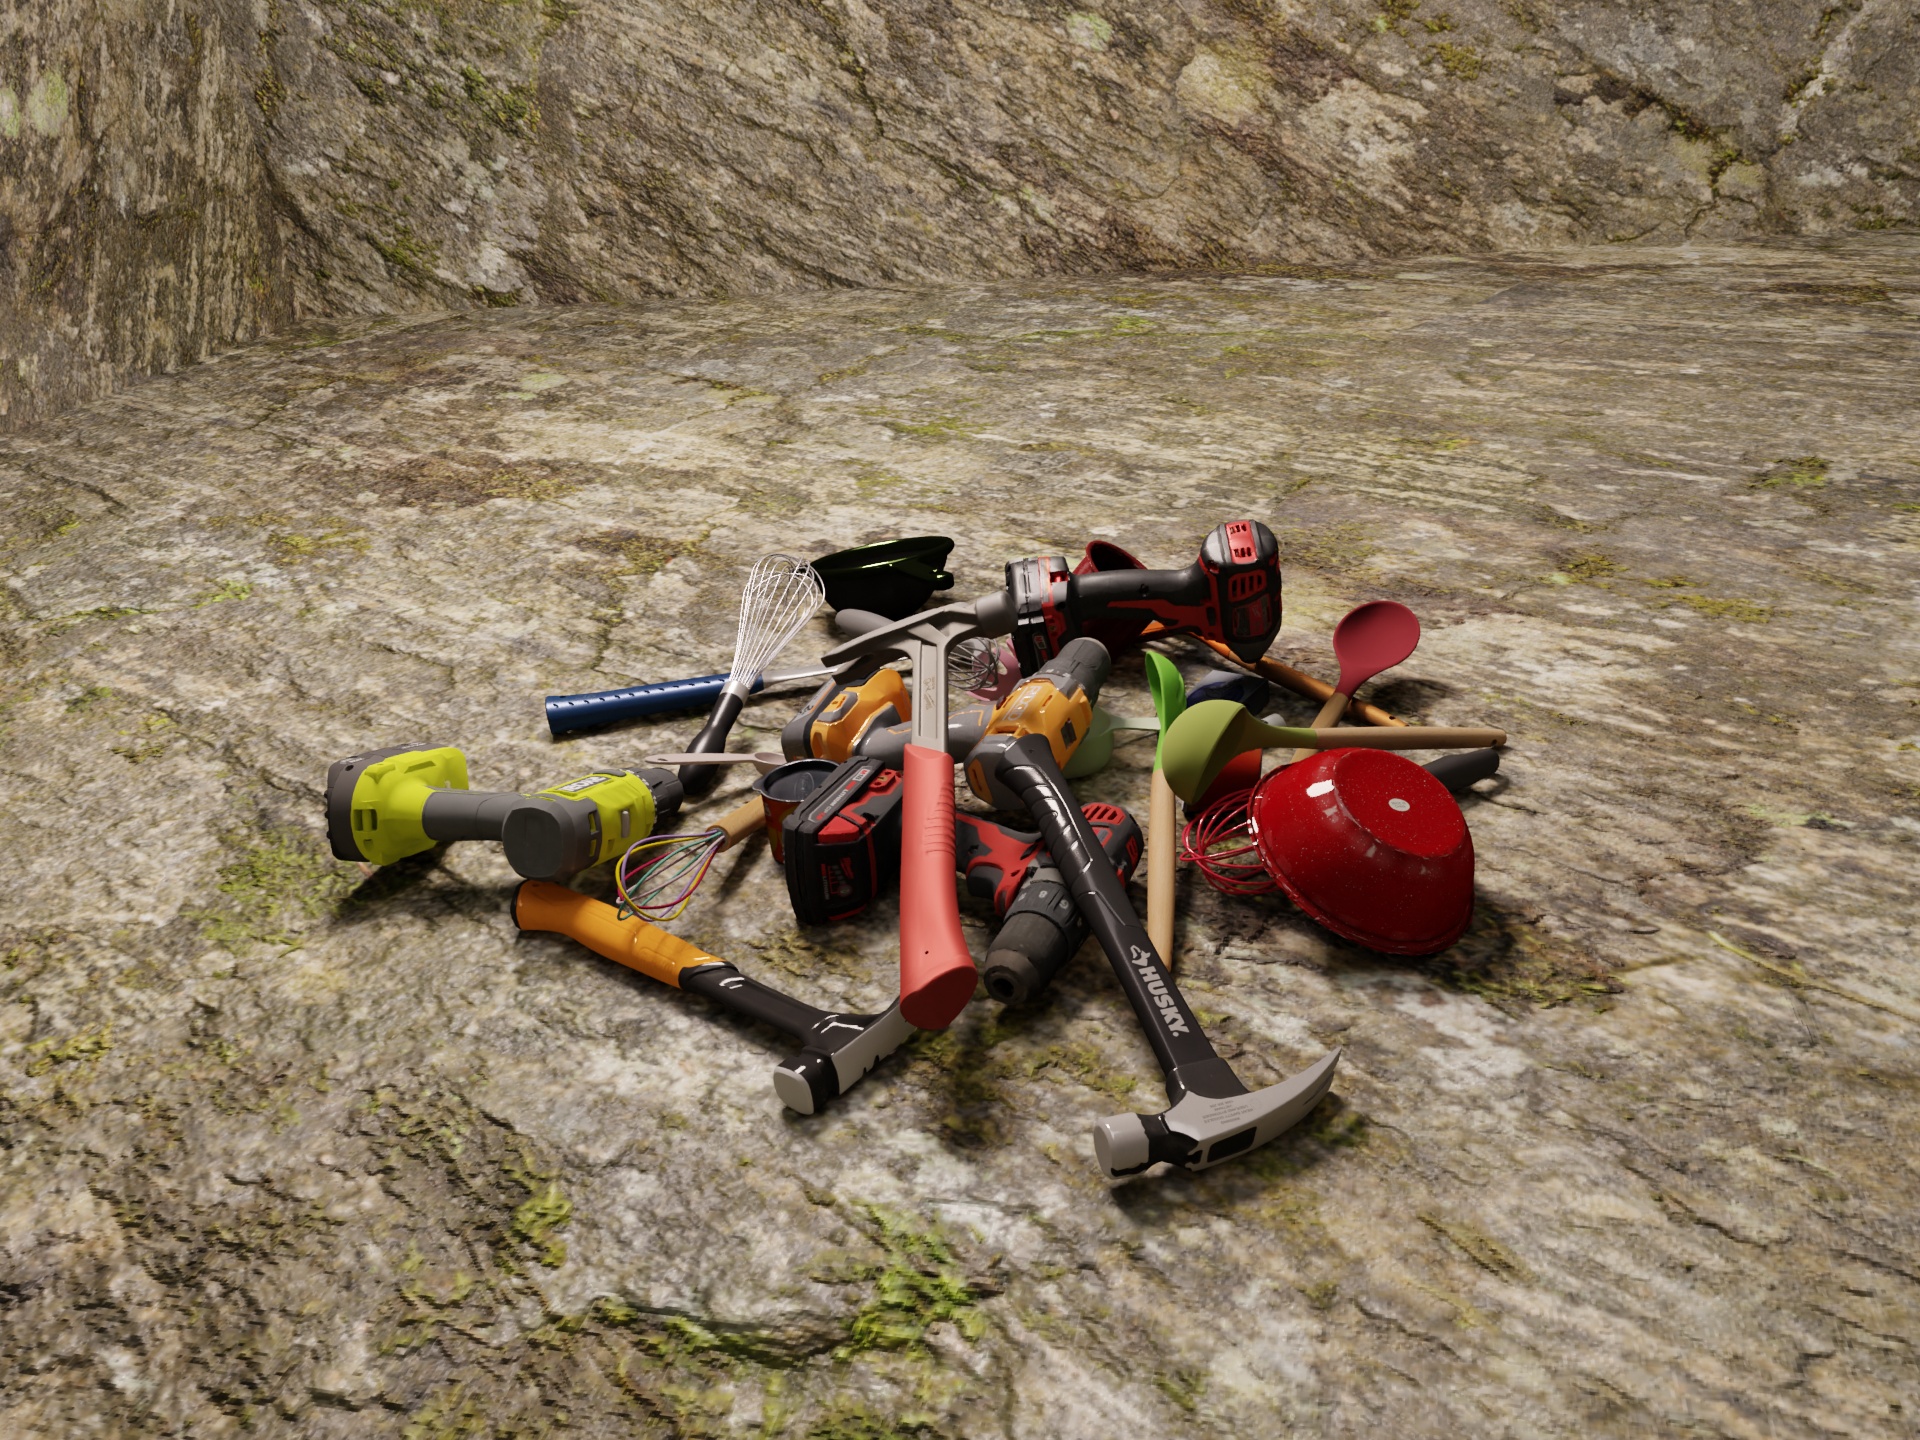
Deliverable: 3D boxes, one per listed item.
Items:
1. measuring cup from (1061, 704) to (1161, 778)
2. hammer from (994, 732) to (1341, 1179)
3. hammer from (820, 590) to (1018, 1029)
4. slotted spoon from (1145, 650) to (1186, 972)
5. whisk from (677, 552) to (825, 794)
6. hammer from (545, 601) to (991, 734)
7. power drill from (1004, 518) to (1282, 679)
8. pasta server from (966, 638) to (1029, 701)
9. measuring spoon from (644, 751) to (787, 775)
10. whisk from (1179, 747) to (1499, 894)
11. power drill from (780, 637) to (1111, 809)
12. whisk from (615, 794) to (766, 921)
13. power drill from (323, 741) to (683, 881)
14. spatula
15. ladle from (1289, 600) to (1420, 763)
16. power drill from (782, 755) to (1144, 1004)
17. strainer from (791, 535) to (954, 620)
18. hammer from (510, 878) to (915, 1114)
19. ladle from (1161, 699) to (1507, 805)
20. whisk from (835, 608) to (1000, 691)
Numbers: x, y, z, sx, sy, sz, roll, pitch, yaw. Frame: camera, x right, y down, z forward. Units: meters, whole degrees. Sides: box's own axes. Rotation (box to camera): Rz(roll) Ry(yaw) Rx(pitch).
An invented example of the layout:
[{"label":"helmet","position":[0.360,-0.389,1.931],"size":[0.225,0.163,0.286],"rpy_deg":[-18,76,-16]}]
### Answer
[{"label":"measuring cup","position":[0.129,0.018,1.257],"size":[0.167,0.038,0.083],"rpy_deg":[0,27,10]},{"label":"hammer","position":[0.098,0.120,0.959],"size":[0.146,0.035,0.335],"rpy_deg":[-9,41,-15]},{"label":"hammer","position":[-0.029,0.050,1.034],"size":[0.149,0.036,0.359],"rpy_deg":[-20,38,16]},{"label":"slotted spoon","position":[0.143,0.058,1.115],"size":[0.031,0.070,0.314],"rpy_deg":[-4,39,11]},{"label":"whisk","position":[-0.183,-0.044,1.371],"size":[0.070,0.070,0.285],"rpy_deg":[3,47,19]},{"label":"hammer","position":[-0.168,-0.037,1.439],"size":[0.405,0.035,0.144],"rpy_deg":[-10,26,-8]},{"label":"power drill","position":[0.154,-0.085,1.305],"size":[0.219,0.143,0.079],"rpy_deg":[-9,51,8]},{"label":"pasta server","position":[0.089,-0.087,1.480],"size":[0.040,0.060,0.316],"rpy_deg":[36,34,6]},{"label":"measuring spoon","position":[-0.194,0.037,1.279],"size":[0.124,0.018,0.034],"rpy_deg":[1,16,-27]},{"label":"whisk","position":[0.274,0.061,1.115],"size":[0.295,0.073,0.073],"rpy_deg":[-15,26,-30]},{"label":"power drill","position":[-0.002,-0.004,1.232],"size":[0.226,0.084,0.185],"rpy_deg":[-1,32,31]},{"label":"whisk","position":[-0.180,0.094,1.127],"size":[0.047,0.051,0.245],"rpy_deg":[24,17,10]},{"label":"power drill","position":[-0.339,0.065,1.206],"size":[0.228,0.080,0.190],"rpy_deg":[3,10,18]},{"label":"spatula","position":[0.254,-0.041,1.368],"size":[0.081,0.041,0.323],"rpy_deg":[-23,34,-30]},{"label":"ladle","position":[0.289,-0.003,1.239],"size":[0.069,0.031,0.315],"rpy_deg":[12,39,27]},{"label":"power drill","position":[-0.007,0.107,1.065],"size":[0.227,0.080,0.188],"rpy_deg":[9,31,23]},{"label":"strainer","position":[-0.055,-0.124,1.524],"size":[0.151,0.069,0.256],"rpy_deg":[-16,17,-18]},{"label":"hammer","position":[-0.176,0.157,1.044],"size":[0.337,0.034,0.127],"rpy_deg":[15,34,37]},{"label":"ladle","position":[0.280,0.020,1.143],"size":[0.320,0.078,0.062],"rpy_deg":[0,36,-27]},{"label":"whisk","position":[-0.043,-0.069,1.381],"size":[0.055,0.055,0.239],"rpy_deg":[-23,25,-31]}]
